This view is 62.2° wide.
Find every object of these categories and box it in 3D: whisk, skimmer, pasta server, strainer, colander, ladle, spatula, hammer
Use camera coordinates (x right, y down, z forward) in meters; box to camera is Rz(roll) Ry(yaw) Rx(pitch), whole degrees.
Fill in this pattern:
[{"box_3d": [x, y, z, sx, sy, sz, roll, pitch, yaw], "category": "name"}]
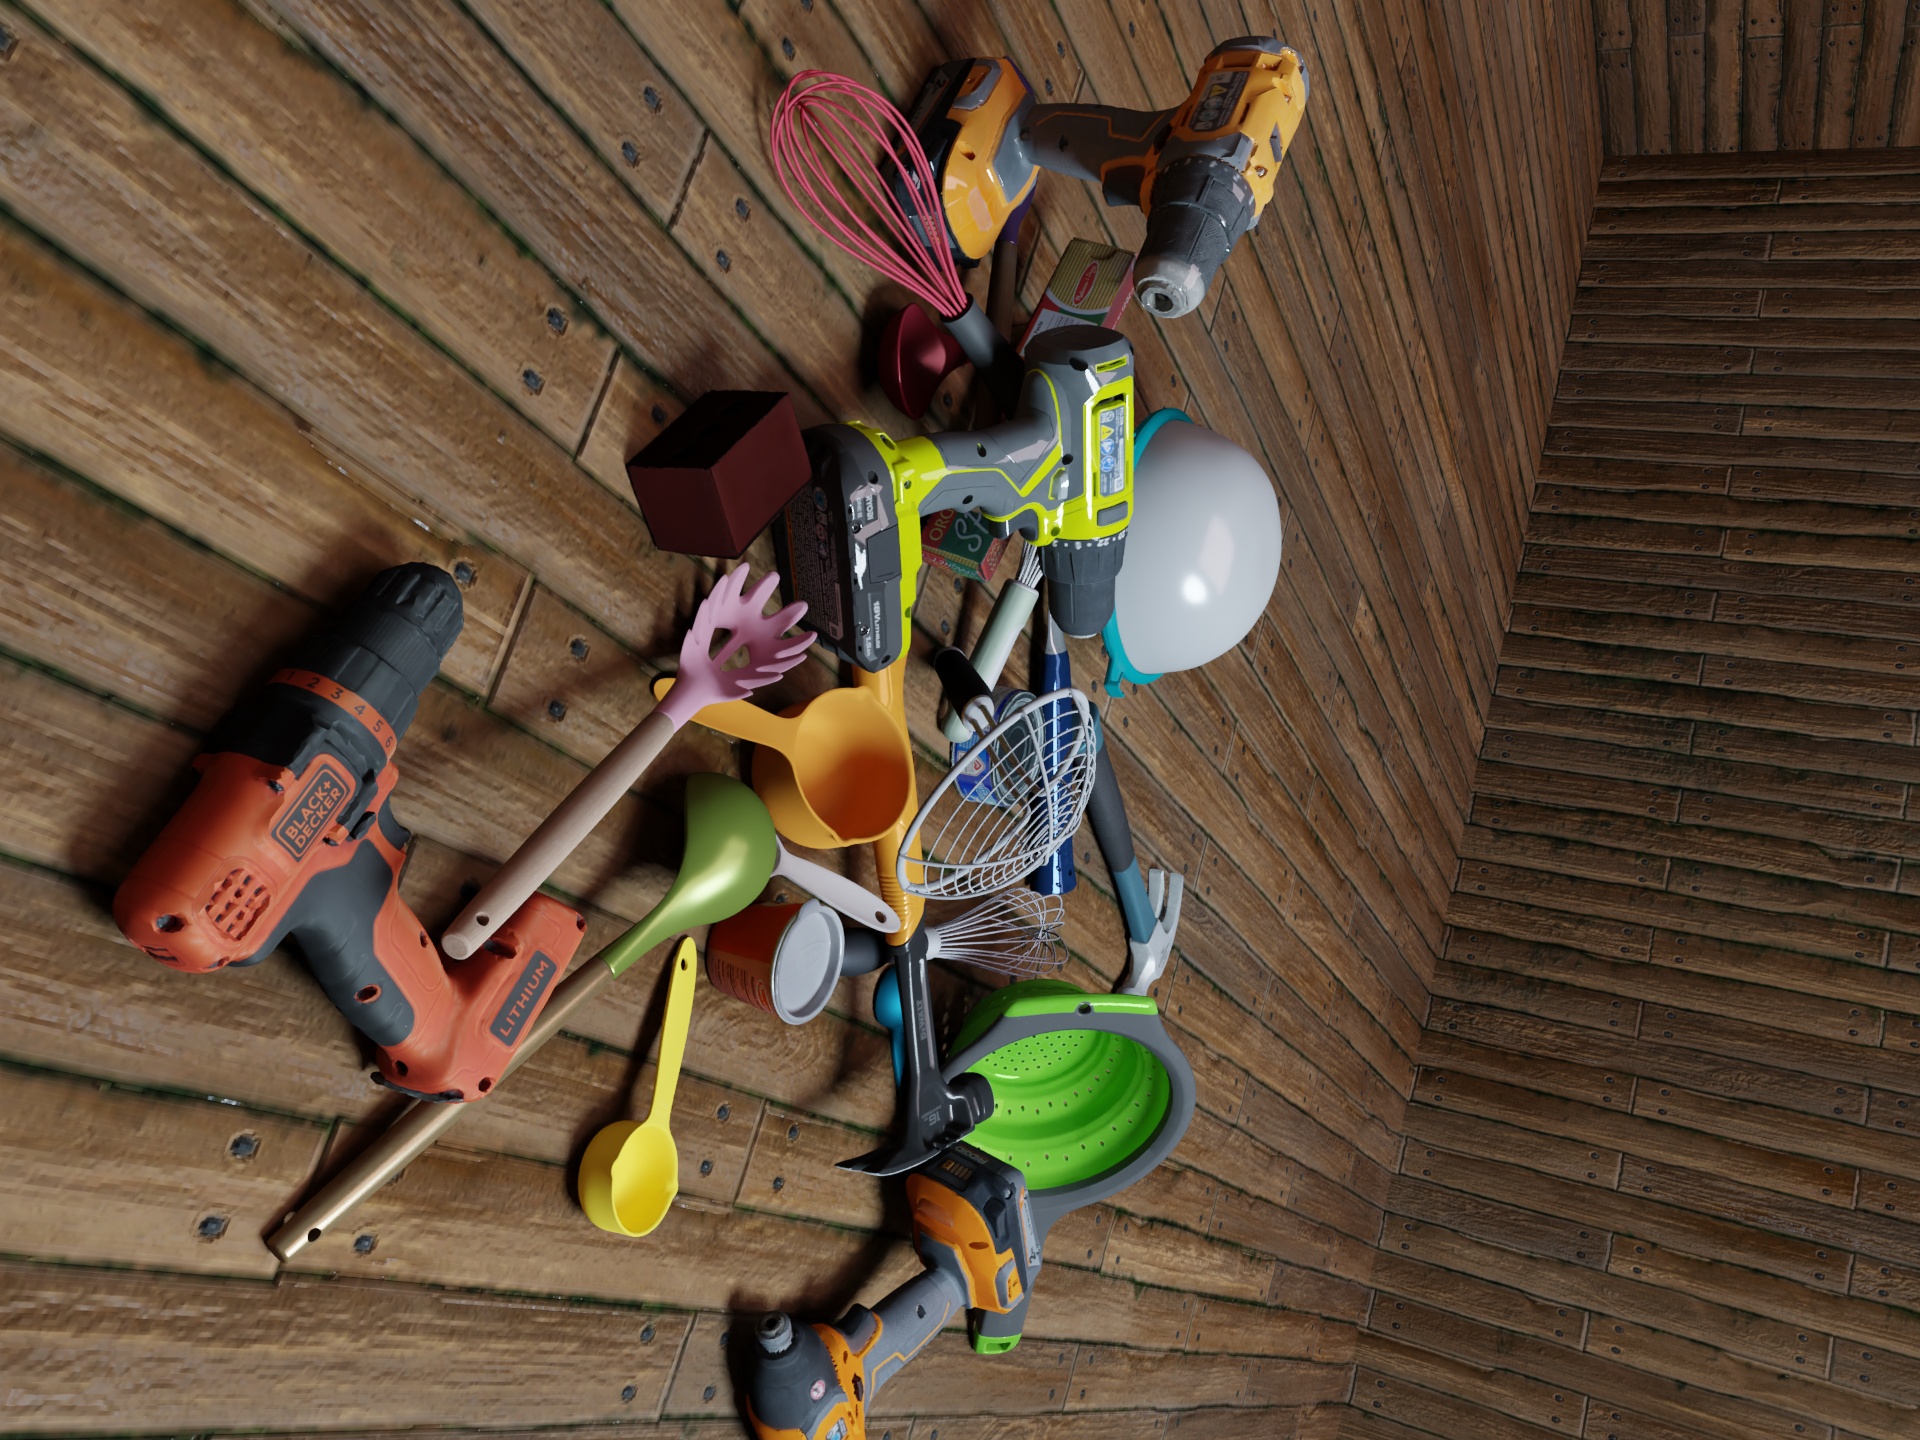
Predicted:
[{"box_3d": [0.046, -0.097, 1.075, 0.246, 0.059, 0.057, -65, 164, 4], "category": "whisk"}, {"box_3d": [-0.001, -0.003, 0.888, 0.090, 0.363, 0.127, 36, 99, -18], "category": "skimmer"}, {"box_3d": [-0.146, 0.010, 0.734, 0.060, 0.040, 0.316, 46, 30, -9], "category": "pasta server"}, {"box_3d": [0.218, -0.142, 1.250, 0.340, 0.095, 0.211, -26, 122, -56], "category": "strainer"}, {"box_3d": [-0.011, -0.250, 0.910, 0.295, 0.073, 0.073, 45, 58, -45], "category": "whisk"}, {"box_3d": [0.047, 0.322, 1.191, 0.095, 0.204, 0.396, -106, -159, -54], "category": "colander"}, {"box_3d": [0.023, -0.251, 1.057, 0.315, 0.031, 0.069, -33, 125, -57], "category": "ladle"}, {"box_3d": [0.028, -0.280, 1.021, 0.059, 0.018, 0.316, 30, 61, -55], "category": "spatula"}, {"box_3d": [-0.041, 0.104, 0.974, 0.127, 0.034, 0.337, -14, 100, -53], "category": "hammer"}, {"box_3d": [-0.197, 0.130, 0.752, 0.320, 0.062, 0.078, -43, 135, -40], "category": "ladle"}, {"box_3d": [0.136, 0.112, 1.361, 0.128, 0.033, 0.330, -59, 145, -34], "category": "hammer"}, {"box_3d": [-0.009, 0.149, 1.085, 0.284, 0.070, 0.070, 6, 93, -57], "category": "whisk"}, {"box_3d": [0.067, -0.061, 1.181, 0.144, 0.035, 0.405, -29, 122, -57], "category": "hammer"}]

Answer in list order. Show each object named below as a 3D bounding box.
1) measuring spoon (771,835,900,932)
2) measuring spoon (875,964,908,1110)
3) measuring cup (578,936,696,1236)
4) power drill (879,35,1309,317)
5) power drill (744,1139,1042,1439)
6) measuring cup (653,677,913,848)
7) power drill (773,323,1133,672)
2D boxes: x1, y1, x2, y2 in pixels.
[{"box_3d": [-0.085, 0.095, 0.911, 0.124, 0.018, 0.034, 33, 47, -30], "category": "measuring spoon"}, {"box_3d": [-0.033, 0.224, 1.088, 0.042, 0.021, 0.128, -45, 136, -48], "category": "measuring spoon"}, {"box_3d": [-0.167, 0.190, 0.839, 0.062, 0.029, 0.157, 48, 44, -56], "category": "measuring cup"}, {"box_3d": [0.069, -0.307, 0.912, 0.185, 0.226, 0.084, -67, 149, -25], "category": "power drill"}, {"box_3d": [-0.048, 0.377, 1.025, 0.226, 0.084, 0.164, -41, 133, -36], "category": "power drill"}, {"box_3d": [-0.106, 0.015, 0.877, 0.173, 0.052, 0.095, 24, 63, -36], "category": "measuring cup"}, {"box_3d": [0.010, -0.113, 0.925, 0.228, 0.080, 0.190, -23, 125, -32], "category": "power drill"}]
